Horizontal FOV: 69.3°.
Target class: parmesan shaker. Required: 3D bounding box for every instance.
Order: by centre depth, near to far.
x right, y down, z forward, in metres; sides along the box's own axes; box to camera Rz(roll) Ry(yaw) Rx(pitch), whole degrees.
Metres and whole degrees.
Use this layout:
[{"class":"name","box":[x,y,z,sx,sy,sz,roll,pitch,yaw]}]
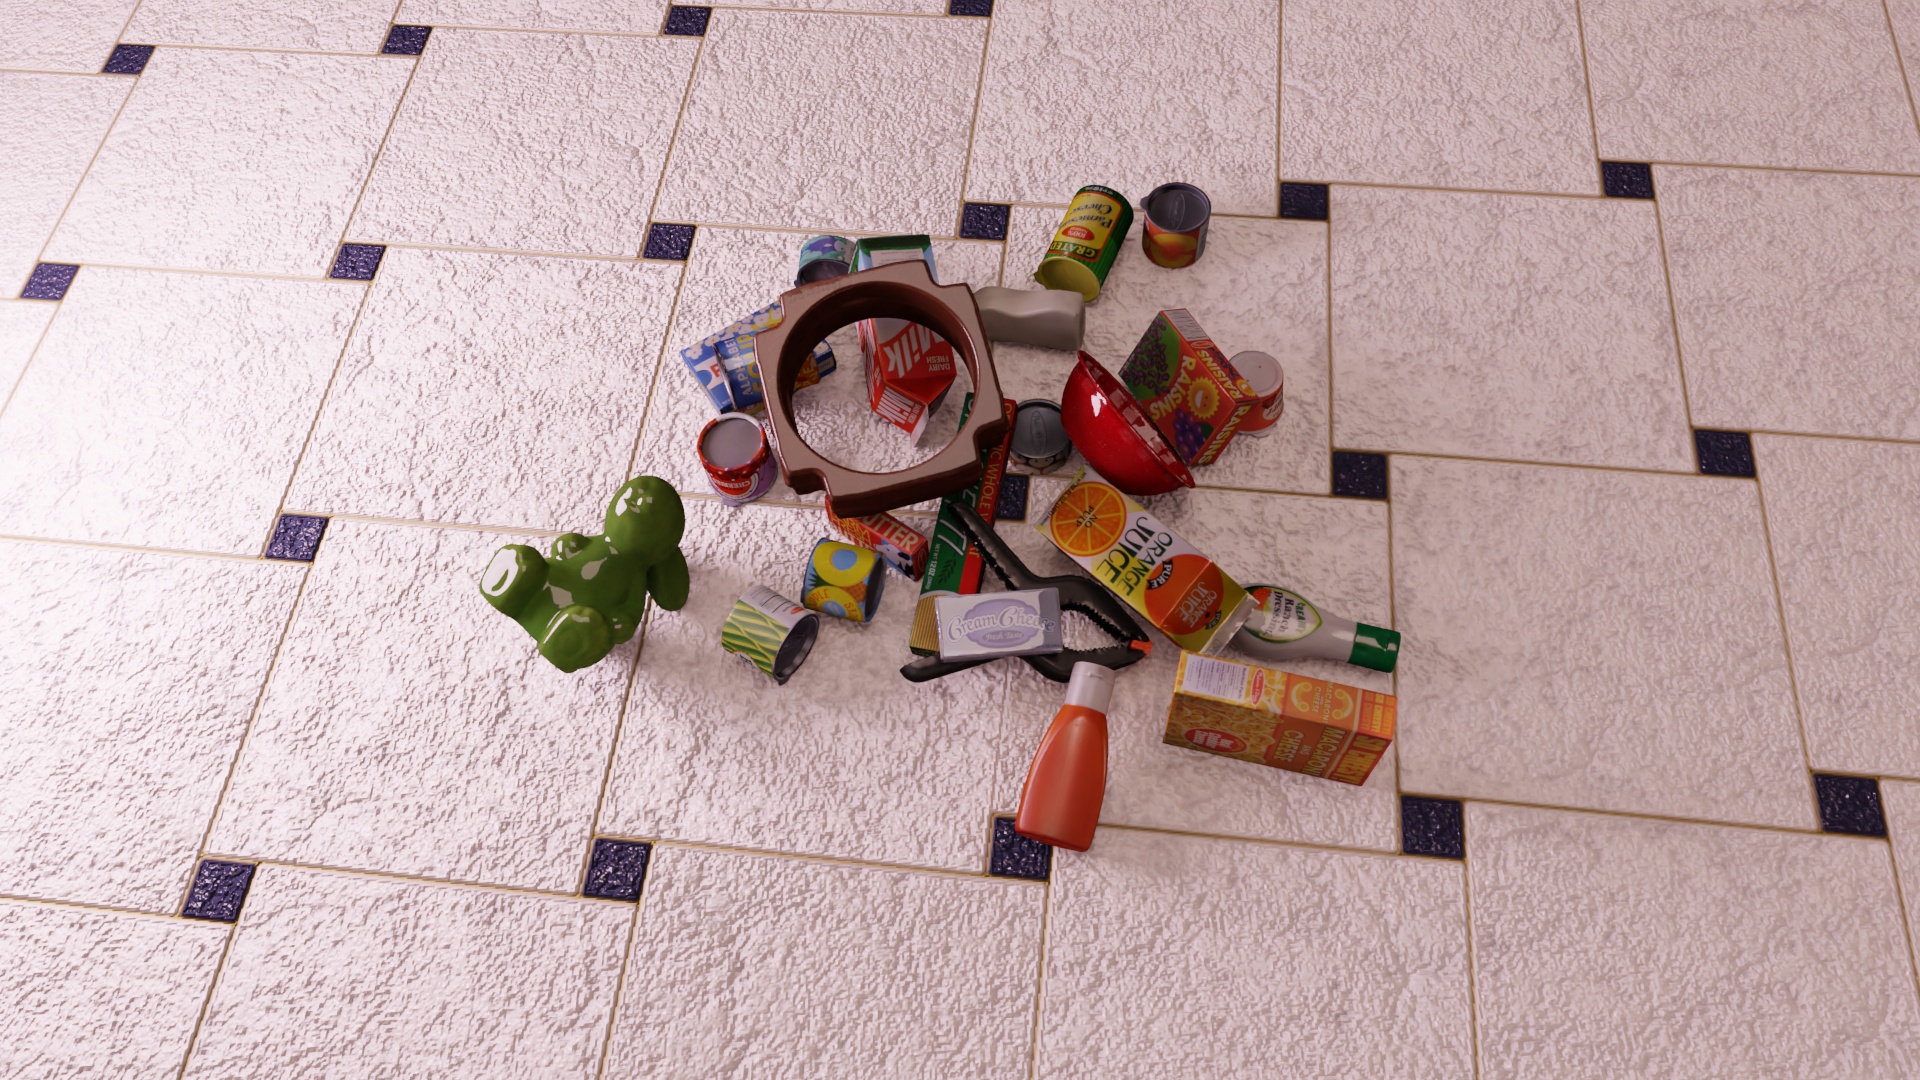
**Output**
[{"class":"parmesan shaker","box":[0.124,-0.299,1.395,0.071,0.071,0.103,19,64,13]}]

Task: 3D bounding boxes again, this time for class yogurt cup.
[{"class":"yogurt cup","box":[0.273,-0.142,1.307,0.072,0.053,0.073,-2,61,3]}]

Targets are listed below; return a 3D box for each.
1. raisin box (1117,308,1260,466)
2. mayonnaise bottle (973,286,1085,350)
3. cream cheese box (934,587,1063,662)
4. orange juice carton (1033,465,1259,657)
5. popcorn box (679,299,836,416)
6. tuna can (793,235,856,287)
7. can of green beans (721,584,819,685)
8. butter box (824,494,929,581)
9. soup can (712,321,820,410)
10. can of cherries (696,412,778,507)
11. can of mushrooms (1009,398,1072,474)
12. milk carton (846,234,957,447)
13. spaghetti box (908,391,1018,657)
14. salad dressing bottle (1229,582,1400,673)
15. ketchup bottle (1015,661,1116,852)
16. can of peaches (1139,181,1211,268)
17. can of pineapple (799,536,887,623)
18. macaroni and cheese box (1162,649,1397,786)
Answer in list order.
[{"class":"raisin box","box":[0.211,-0.142,1.291,0.040,0.085,0.124,-9,55,-38]},{"class":"mayonnaise bottle","box":[0.047,-0.221,1.360,0.148,0.064,0.041,8,60,12]},{"class":"cream cheese box","box":[0.032,0.071,1.155,0.104,0.024,0.053,-4,73,-6]},{"class":"orange juice carton","box":[0.161,0.024,1.189,0.193,0.073,0.072,40,91,29]},{"class":"popcorn box","box":[-0.197,-0.177,1.362,0.127,0.038,0.085,-31,65,-13]},{"class":"tuna can","box":[-0.132,-0.273,1.396,0.071,0.070,0.033,0,61,4]},{"class":"can of green beans","box":[-0.165,0.080,1.204,0.058,0.071,0.071,28,67,18]},{"class":"butter box","box":[-0.075,-0.007,1.254,0.103,0.053,0.024,32,66,19]},{"class":"soup can","box":[-0.181,-0.166,1.293,0.084,0.071,0.071,-20,62,-10]},{"class":"can of cherries","box":[-0.208,-0.075,1.296,0.071,0.058,0.072,-1,61,3]},{"class":"can of mushrooms","box":[0.070,-0.097,1.306,0.071,0.033,0.071,-1,62,2]},{"class":"milk carton","box":[-0.054,-0.189,1.322,0.073,0.072,0.191,-7,73,-15]},{"class":"spaghetti box","box":[0.004,-0.016,1.246,0.050,0.028,0.251,10,72,8]},{"class":"salad dressing bottle","box":[0.299,0.078,1.191,0.148,0.043,0.064,14,61,10]},{"class":"ketchup bottle","box":[0.093,0.174,1.134,0.065,0.043,0.149,16,75,2]},{"class":"can of peaches","box":[0.215,-0.318,1.404,0.071,0.057,0.071,-2,62,3]},{"class":"can of pineapple","box":[-0.102,0.037,1.224,0.058,0.070,0.071,13,63,10]},{"class":"macaroni and cheese box","box":[0.252,0.143,1.112,0.166,0.123,0.040,11,64,9]}]
